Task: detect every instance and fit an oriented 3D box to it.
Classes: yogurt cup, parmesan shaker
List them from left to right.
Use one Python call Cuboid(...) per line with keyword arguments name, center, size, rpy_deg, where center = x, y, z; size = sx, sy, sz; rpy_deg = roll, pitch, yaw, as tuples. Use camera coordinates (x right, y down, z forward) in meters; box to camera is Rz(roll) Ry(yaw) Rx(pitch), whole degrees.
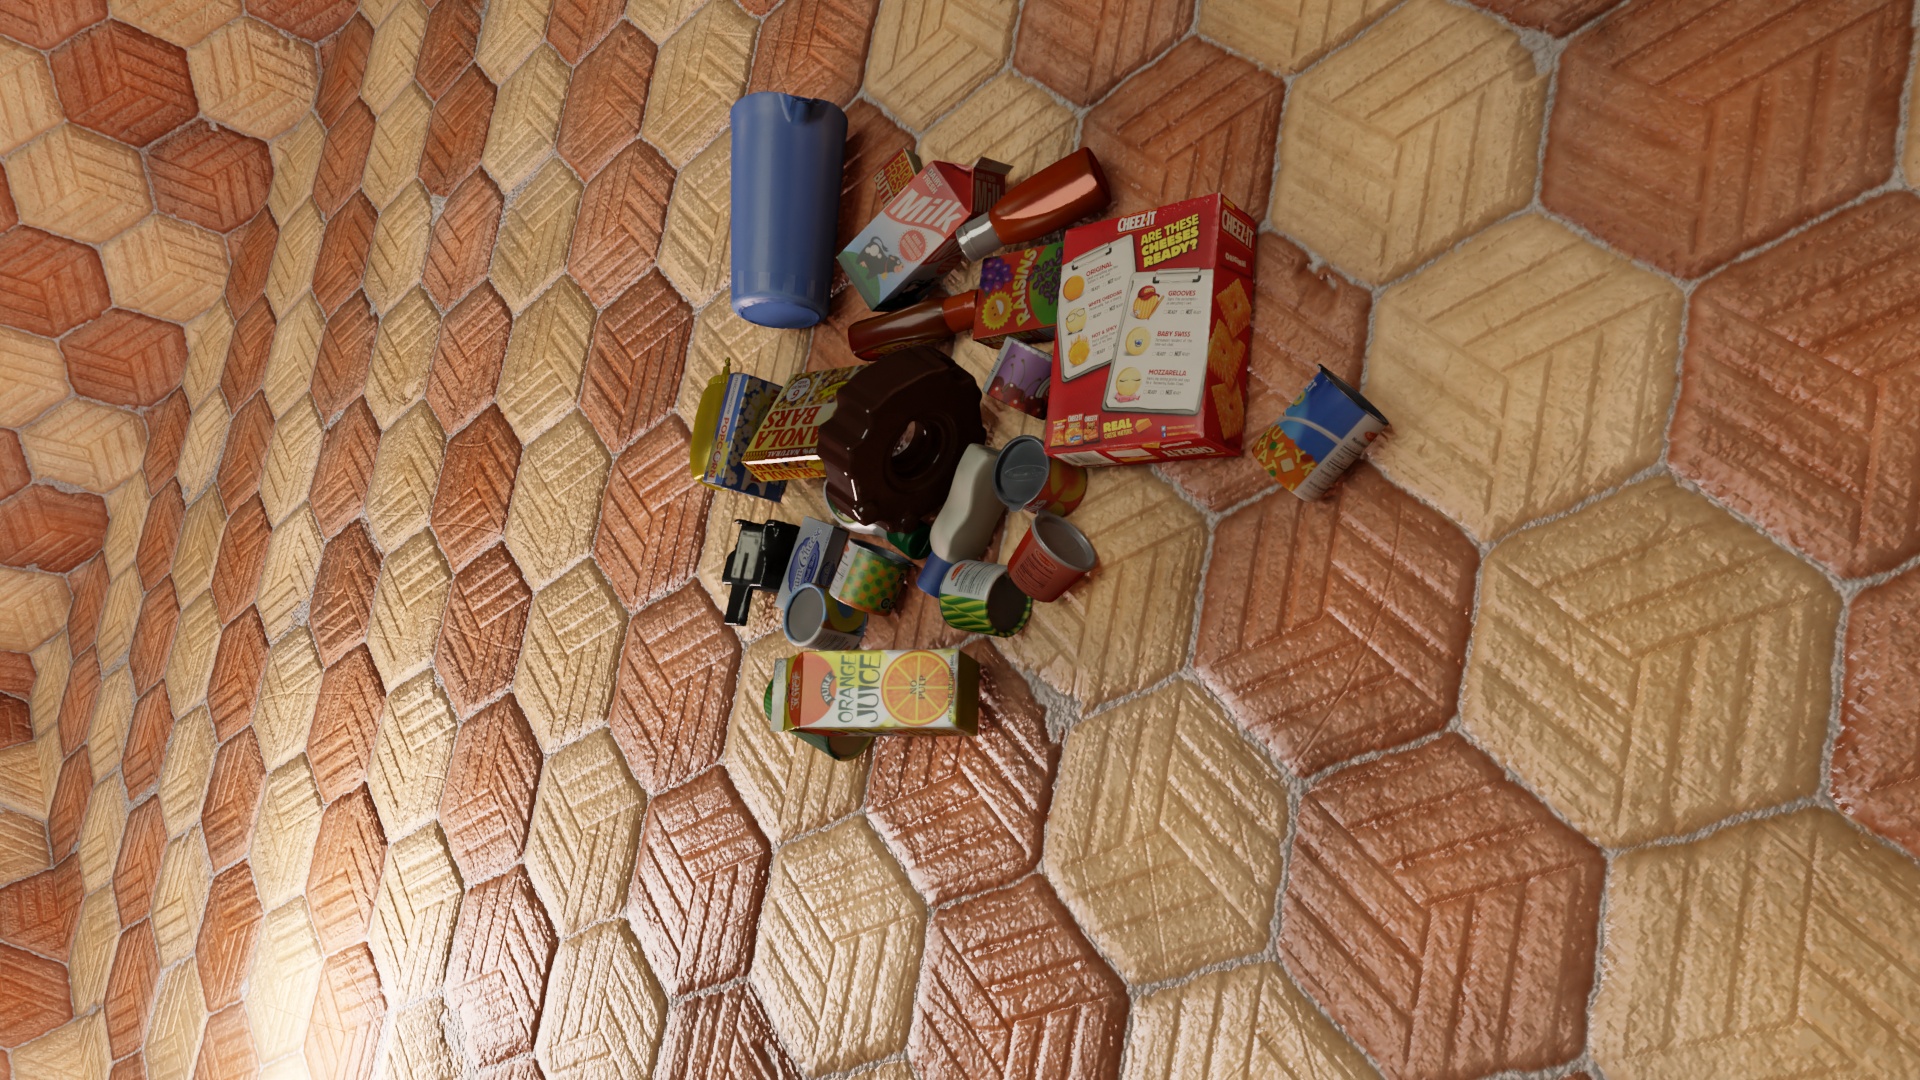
Cuboid(name="parmesan shaker", center=(-0.137, 0.168, 1.378), size=(0.103, 0.071, 0.071), rpy_deg=(20, 91, 43))
Cuboid(name="yogurt cup", center=(0.078, 0.018, 1.226), size=(0.053, 0.072, 0.072), rpy_deg=(-52, 49, 29))

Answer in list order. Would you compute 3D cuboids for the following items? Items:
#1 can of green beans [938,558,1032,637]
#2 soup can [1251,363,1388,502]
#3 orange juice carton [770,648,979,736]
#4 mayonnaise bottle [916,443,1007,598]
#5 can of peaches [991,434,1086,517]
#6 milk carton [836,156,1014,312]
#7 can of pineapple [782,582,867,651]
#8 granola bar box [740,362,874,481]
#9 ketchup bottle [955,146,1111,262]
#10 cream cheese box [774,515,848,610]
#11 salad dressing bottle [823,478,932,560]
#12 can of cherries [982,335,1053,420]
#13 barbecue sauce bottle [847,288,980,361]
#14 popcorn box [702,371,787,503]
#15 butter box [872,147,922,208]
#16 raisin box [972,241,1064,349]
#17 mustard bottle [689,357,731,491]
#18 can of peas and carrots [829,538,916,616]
Cuboid(name="can of green beans", center=(0.024, 0.053, 1.263), size=(0.058, 0.071, 0.071), rpy_deg=(8, 83, 43))
Cuboid(name="soup can", center=(0.275, -0.082, 1.072), size=(0.083, 0.071, 0.071), rpy_deg=(-50, 50, 20))
Cuboid(name="orange juice carton", center=(-0.084, 0.142, 1.277), size=(0.193, 0.073, 0.072), rpy_deg=(-2, 75, 15))
Cuboid(name="mayonnaise bottle", center=(0.005, -0.016, 1.306), size=(0.041, 0.065, 0.147), rpy_deg=(37, 107, 41))
Cuboid(name="can of peaches", center=(0.071, -0.054, 1.256), size=(0.071, 0.058, 0.071), rpy_deg=(-13, 70, 39))
Cuboid(name="milk carton", center=(-0.028, -0.318, 1.402), size=(0.190, 0.072, 0.073), rpy_deg=(-39, 77, 27))
Cuboid(name="can of pineapple", center=(-0.138, 0.078, 1.409), size=(0.071, 0.058, 0.071), rpy_deg=(-14, 68, 40))
Cuboid(name="granola bar box", center=(-0.139, -0.123, 1.454), size=(0.165, 0.039, 0.125), rpy_deg=(-1, 53, 42))
Cuboid(name="ketchup bottle", center=(0.067, -0.315, 1.323), size=(0.148, 0.043, 0.065), rpy_deg=(-24, 56, 18))
Cuboid(name="cream cheese box", center=(-0.157, 0.030, 1.464), size=(0.053, 0.024, 0.103), rpy_deg=(19, 90, 45))
Cuboid(name="salad dressing bottle", center=(-0.081, -0.027, 1.397), size=(0.148, 0.044, 0.064), rpy_deg=(34, 100, 43))
Cuboid(name="can of cherries", center=(0.063, -0.150, 1.288), size=(0.071, 0.071, 0.058), rpy_deg=(33, 101, 43))
Cuboid(name="barbecue sauce bottle", center=(-0.039, -0.219, 1.406), size=(0.148, 0.065, 0.043), rpy_deg=(-12, 90, 31))
Cuboid(name="popcorn box", center=(-0.225, -0.113, 1.526), size=(0.038, 0.085, 0.126), rpy_deg=(10, 85, 45))
Cuboid(name="butter box", center=(-0.057, -0.367, 1.490), size=(0.053, 0.024, 0.104), rpy_deg=(-38, 55, 28))
Cuboid(name="raisin box", center=(0.072, -0.233, 1.322), size=(0.123, 0.040, 0.086), rpy_deg=(-2, 77, 43))
Cuboid(name="mustard bottle", center=(-0.273, -0.138, 1.597), size=(0.048, 0.065, 0.161), rpy_deg=(-15, 62, 33))
Cuboid(name="can of peas and carrots", center=(-0.087, 0.037, 1.371), size=(0.071, 0.071, 0.058), rpy_deg=(27, 97, 44))
